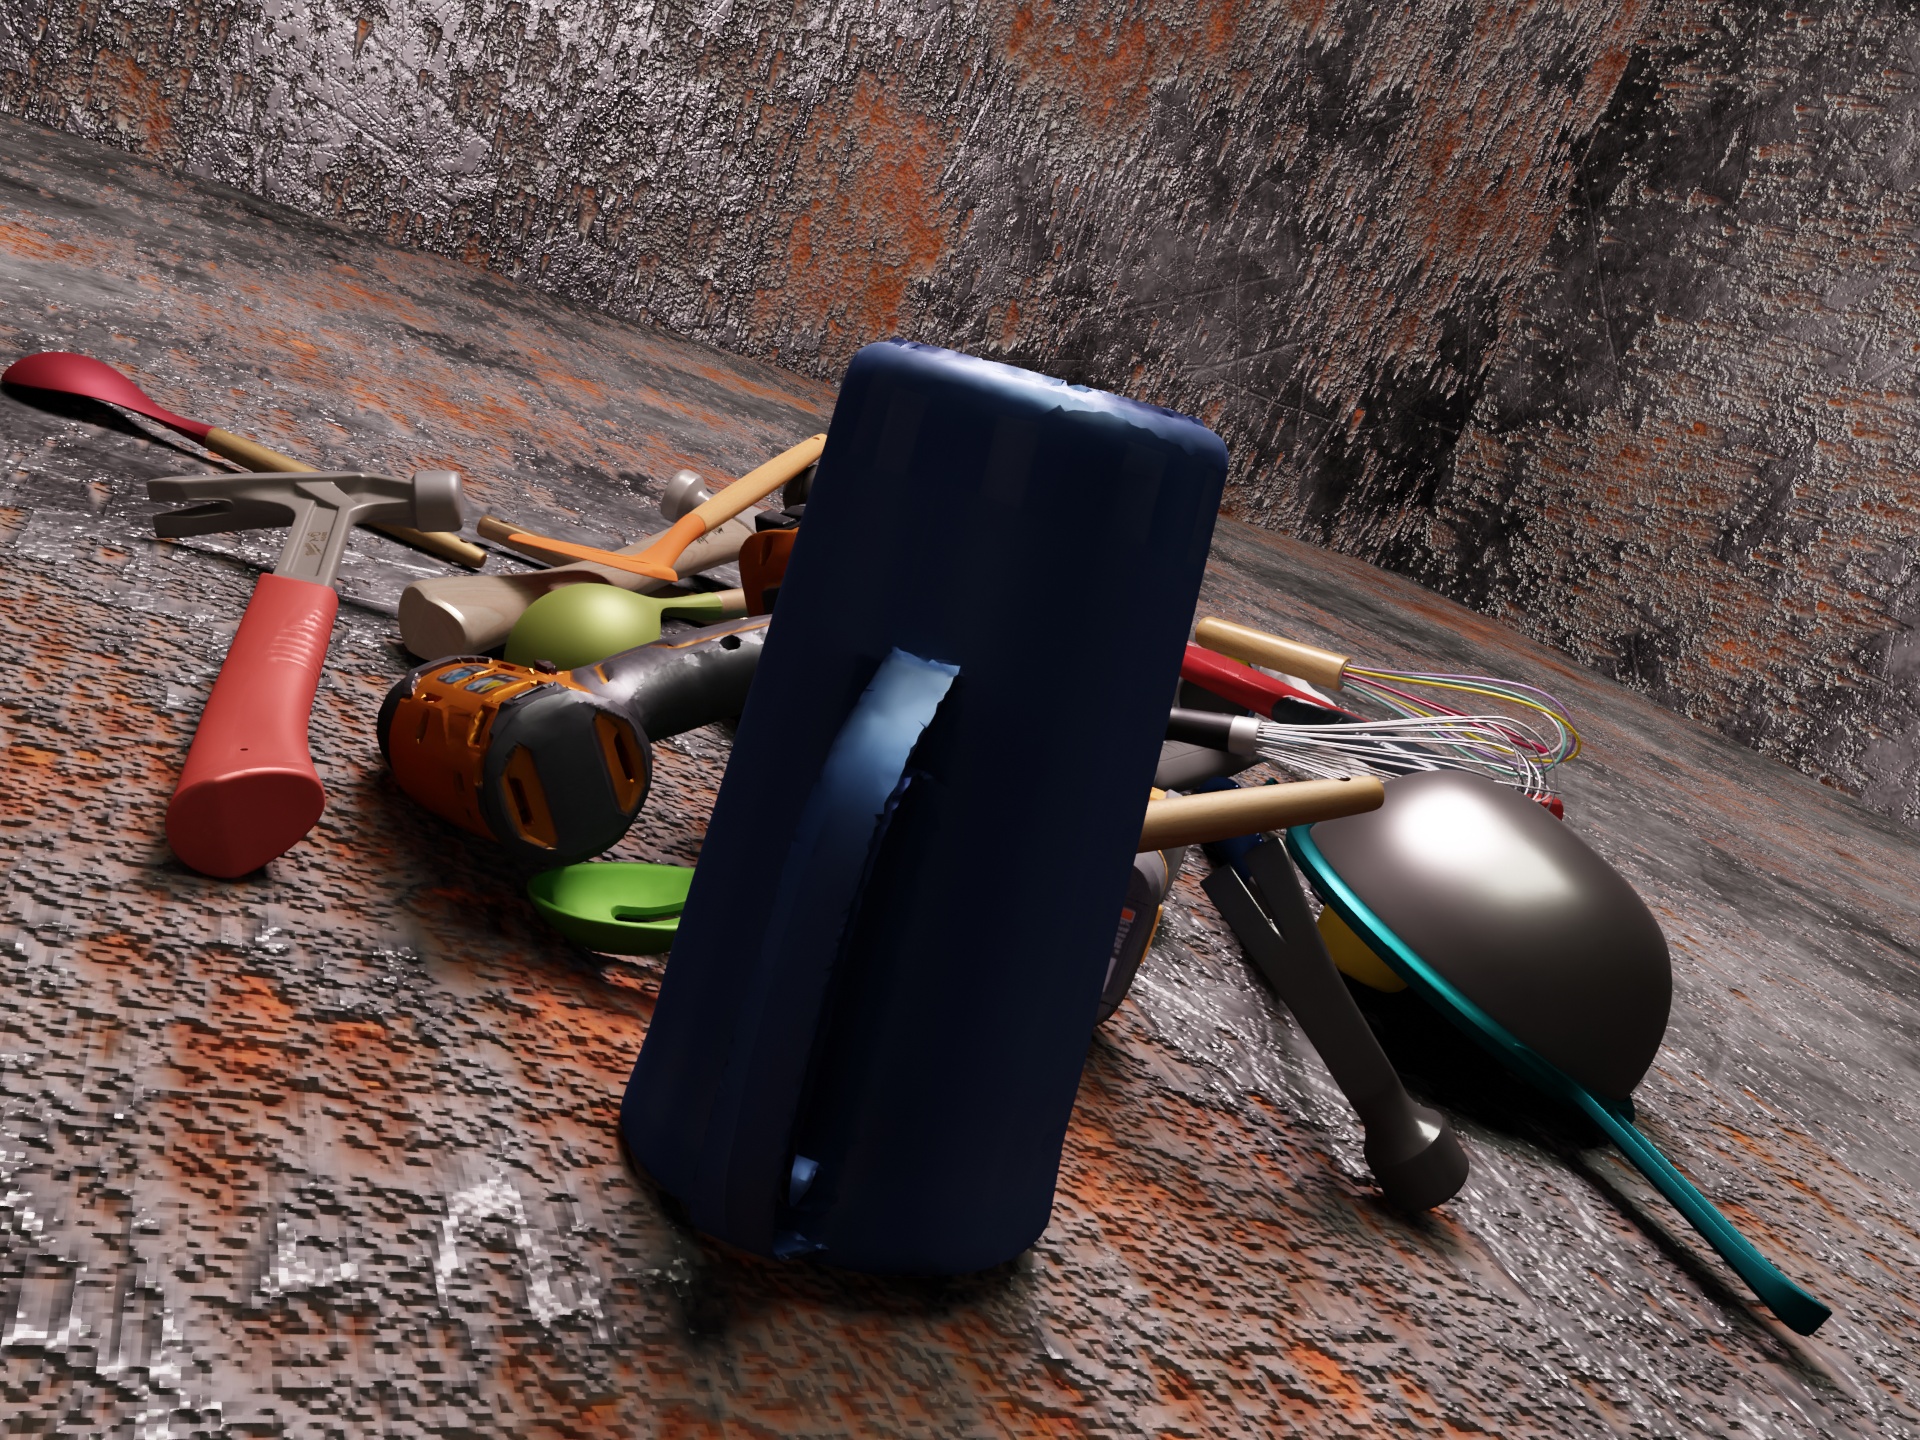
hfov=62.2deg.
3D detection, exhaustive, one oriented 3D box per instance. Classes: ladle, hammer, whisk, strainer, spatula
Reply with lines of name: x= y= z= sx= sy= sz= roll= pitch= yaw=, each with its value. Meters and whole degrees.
ladle: x=-0.116 y=-0.051 z=0.859 sx=0.078 sy=0.062 sz=0.320 roll=0 pitch=8 yaw=31
hammer: x=0.148 y=0.083 z=0.770 sx=0.144 sy=0.035 sz=0.405 roll=59 pitch=7 yaw=-7
whisk: x=0.254 y=-0.018 z=0.970 sx=0.245 sy=0.051 sz=0.047 roll=20 pitch=-1 yaw=30
hammer: x=0.214 y=-0.015 z=1.038 sx=0.387 sy=0.038 sz=0.143 roll=29 pitch=25 yaw=37
whisk: x=0.196 y=0.015 z=0.916 sx=0.285 sy=0.070 sz=0.070 roll=11 pitch=10 yaw=24
strainer: x=0.288 y=0.119 z=0.724 sx=0.210 sy=0.095 sz=0.341 roll=31 pitch=14 yaw=-29
hammer: x=0.185 y=0.019 z=1.076 sx=0.331 sy=0.033 sz=0.128 roll=-10 pitch=60 yaw=-53
spatula: x=-0.145 y=-0.131 z=0.941 sx=0.081 sy=0.041 sz=0.323 roll=15 pitch=29 yaw=14
ladle: x=-0.427 y=-0.158 z=0.953 sx=0.315 sy=0.031 sz=0.069 roll=24 pitch=14 yaw=4
hammer: x=-0.186 y=-0.084 z=0.939 sx=0.146 sy=0.038 sz=0.411 roll=27 pitch=19 yaw=7
hammer: x=-0.289 y=-0.040 z=0.658 sx=0.149 sy=0.036 sz=0.359 roll=-4 pitch=26 yaw=-13

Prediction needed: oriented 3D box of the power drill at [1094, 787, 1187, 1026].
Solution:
power drill: x=0.011 y=0.048 z=0.722 sx=0.185 sy=0.084 sz=0.226 roll=20 pitch=11 yaw=6

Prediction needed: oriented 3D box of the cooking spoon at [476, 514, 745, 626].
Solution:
cooking spoon: x=-0.154 y=-0.066 z=1.011 sx=0.319 sy=0.017 sz=0.069 roll=21 pitch=14 yaw=-4

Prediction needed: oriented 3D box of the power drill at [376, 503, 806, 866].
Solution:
power drill: x=-0.117 y=-0.021 z=0.639 sx=0.226 sy=0.084 sz=0.164 roll=-26 pitch=23 yaw=-34

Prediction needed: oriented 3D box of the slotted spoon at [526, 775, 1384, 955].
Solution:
slotted spoon: x=0.004 y=0.049 z=0.578 sx=0.313 sy=0.031 sz=0.070 roll=-8 pitch=14 yaw=-8

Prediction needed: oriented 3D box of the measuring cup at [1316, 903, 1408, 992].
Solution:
measuring cup: x=0.232 y=0.126 z=0.864 sx=0.062 sy=0.029 sz=0.156 roll=31 pitch=6 yaw=29

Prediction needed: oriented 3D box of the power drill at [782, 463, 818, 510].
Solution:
power drill: x=-0.018 y=-0.140 z=1.145 sx=0.188 sy=0.080 sz=0.226 roll=8 pitch=0 yaw=6
